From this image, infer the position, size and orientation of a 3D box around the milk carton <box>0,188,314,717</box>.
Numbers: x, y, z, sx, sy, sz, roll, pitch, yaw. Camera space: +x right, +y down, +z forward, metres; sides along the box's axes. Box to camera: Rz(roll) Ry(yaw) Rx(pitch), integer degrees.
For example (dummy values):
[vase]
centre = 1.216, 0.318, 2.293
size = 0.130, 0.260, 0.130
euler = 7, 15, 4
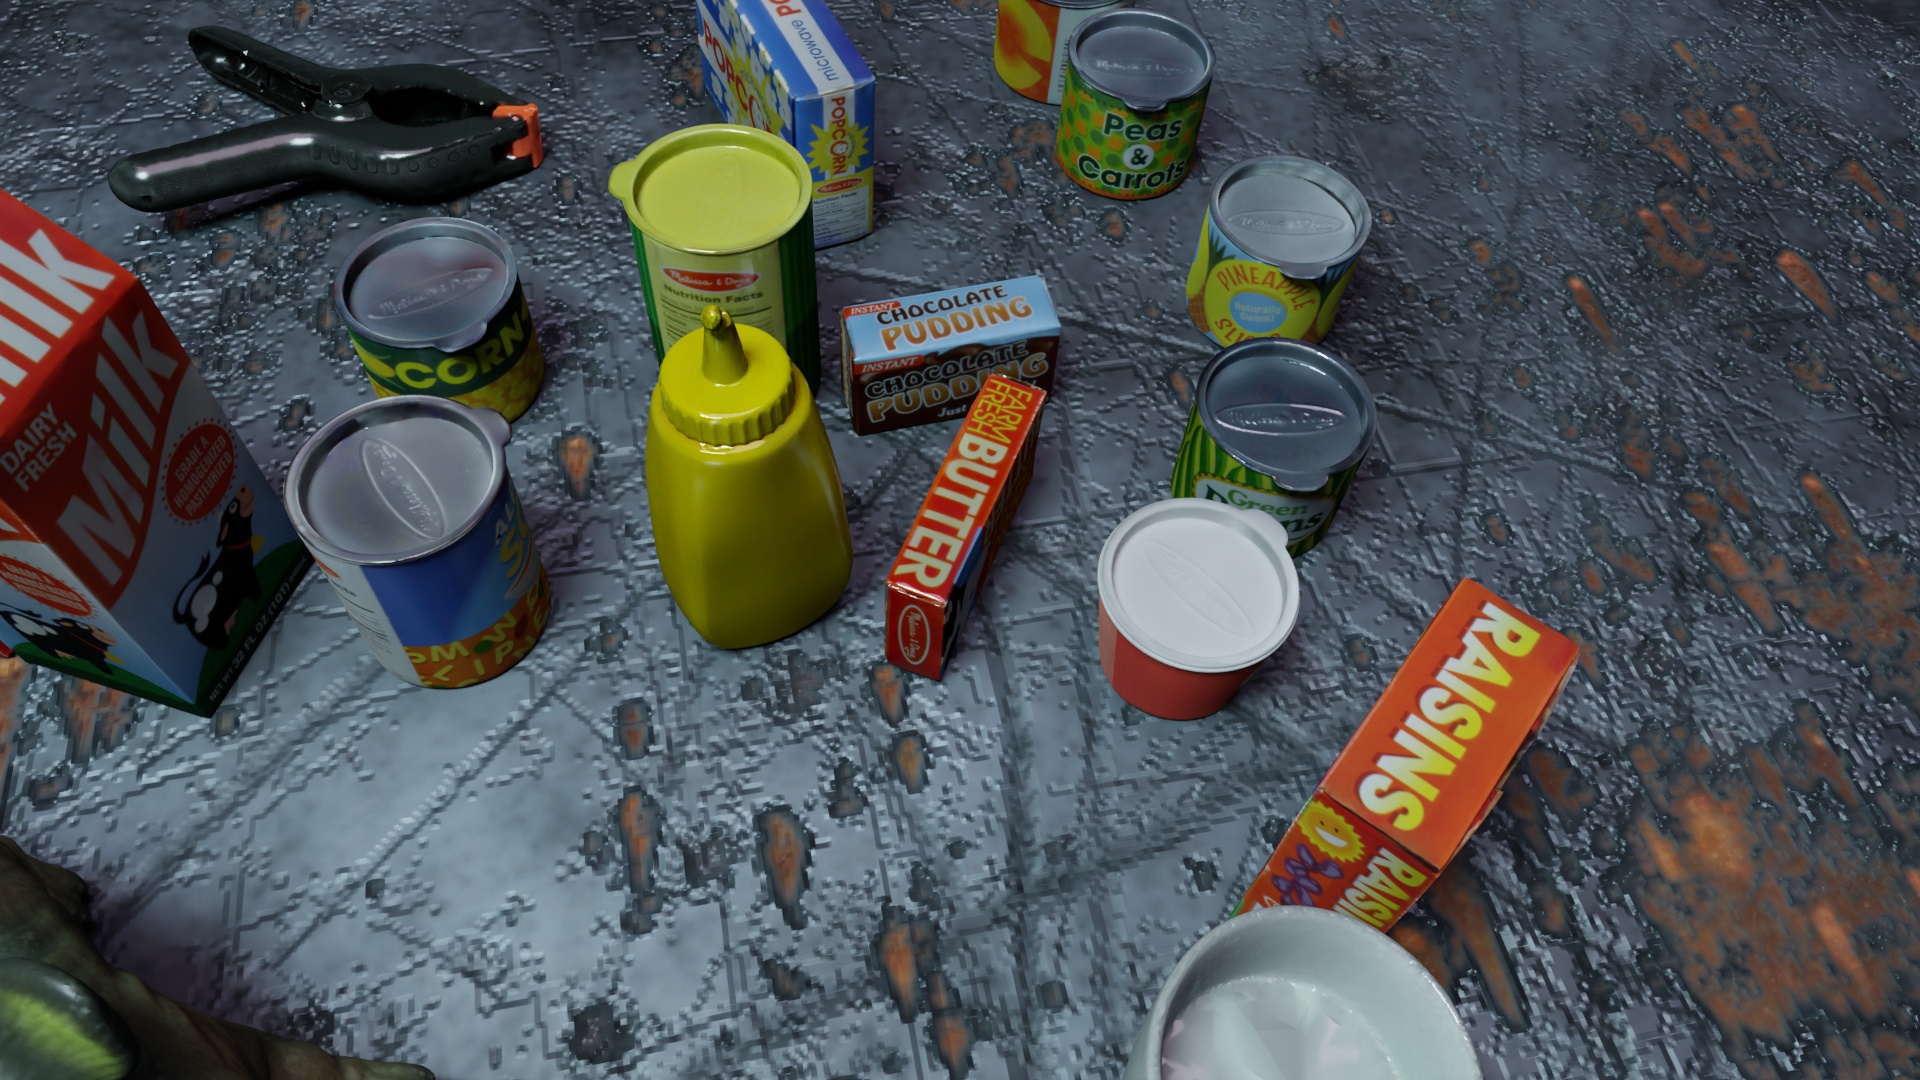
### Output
[milk carton]
centre = -0.276, -0.027, 0.417
size = 0.073, 0.189, 0.073
euler = 15, 57, 7

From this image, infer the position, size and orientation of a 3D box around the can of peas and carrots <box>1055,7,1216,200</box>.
[can of peas and carrots]
centre = 0.079, -0.197, 0.635
size = 0.071, 0.058, 0.071
euler = 2, 56, -2

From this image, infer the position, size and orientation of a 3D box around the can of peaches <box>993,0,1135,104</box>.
[can of peaches]
centre = 0.050, -0.256, 0.673
size = 0.071, 0.057, 0.071
euler = 2, 56, -2

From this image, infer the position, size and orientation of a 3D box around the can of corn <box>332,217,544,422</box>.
[can of corn]
centre = -0.198, -0.079, 0.537
size = 0.071, 0.058, 0.071
euler = 2, 56, -2

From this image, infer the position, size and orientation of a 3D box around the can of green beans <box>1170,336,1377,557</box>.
[can of green beans]
centre = 0.117, -0.034, 0.526
size = 0.071, 0.057, 0.071
euler = 2, 56, -2

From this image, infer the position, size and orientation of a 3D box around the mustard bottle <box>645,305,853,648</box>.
[mustard bottle]
centre = -0.070, -0.023, 0.446
size = 0.065, 0.159, 0.049
euler = -22, 60, -17

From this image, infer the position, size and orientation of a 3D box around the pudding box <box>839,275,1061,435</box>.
[pudding box]
centre = -0.004, -0.074, 0.551
size = 0.084, 0.049, 0.030
euler = -11, 57, -11

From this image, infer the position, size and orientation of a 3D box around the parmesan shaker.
[parmesan shaker]
centre = -0.090, -0.097, 0.529
size = 0.071, 0.102, 0.071
euler = 2, 56, -2

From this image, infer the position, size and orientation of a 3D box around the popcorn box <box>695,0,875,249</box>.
[popcorn box]
centre = -0.078, -0.201, 0.611
size = 0.038, 0.084, 0.127
euler = -20, 60, -16

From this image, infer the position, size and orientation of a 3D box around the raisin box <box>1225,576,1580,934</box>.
[raisin box]
centre = 0.126, 0.079, 0.411
size = 0.040, 0.122, 0.086
euler = 35, 61, 19

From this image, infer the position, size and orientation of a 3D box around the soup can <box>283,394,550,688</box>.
[soup can]
centre = -0.176, 0.001, 0.469
size = 0.071, 0.083, 0.072
euler = 2, 56, -2

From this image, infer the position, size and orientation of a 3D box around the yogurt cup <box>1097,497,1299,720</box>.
[yogurt cup]
centre = 0.079, 0.027, 0.485
size = 0.072, 0.053, 0.073
euler = 2, 56, -2

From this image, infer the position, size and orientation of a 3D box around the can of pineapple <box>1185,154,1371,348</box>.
[can of pineapple]
centre = 0.131, -0.117, 0.584
size = 0.071, 0.057, 0.071
euler = 2, 56, -2

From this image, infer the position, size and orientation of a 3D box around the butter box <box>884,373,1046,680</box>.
[butter box]
centre = 0.002, -0.006, 0.504
size = 0.024, 0.052, 0.104
euler = 19, 57, 9
